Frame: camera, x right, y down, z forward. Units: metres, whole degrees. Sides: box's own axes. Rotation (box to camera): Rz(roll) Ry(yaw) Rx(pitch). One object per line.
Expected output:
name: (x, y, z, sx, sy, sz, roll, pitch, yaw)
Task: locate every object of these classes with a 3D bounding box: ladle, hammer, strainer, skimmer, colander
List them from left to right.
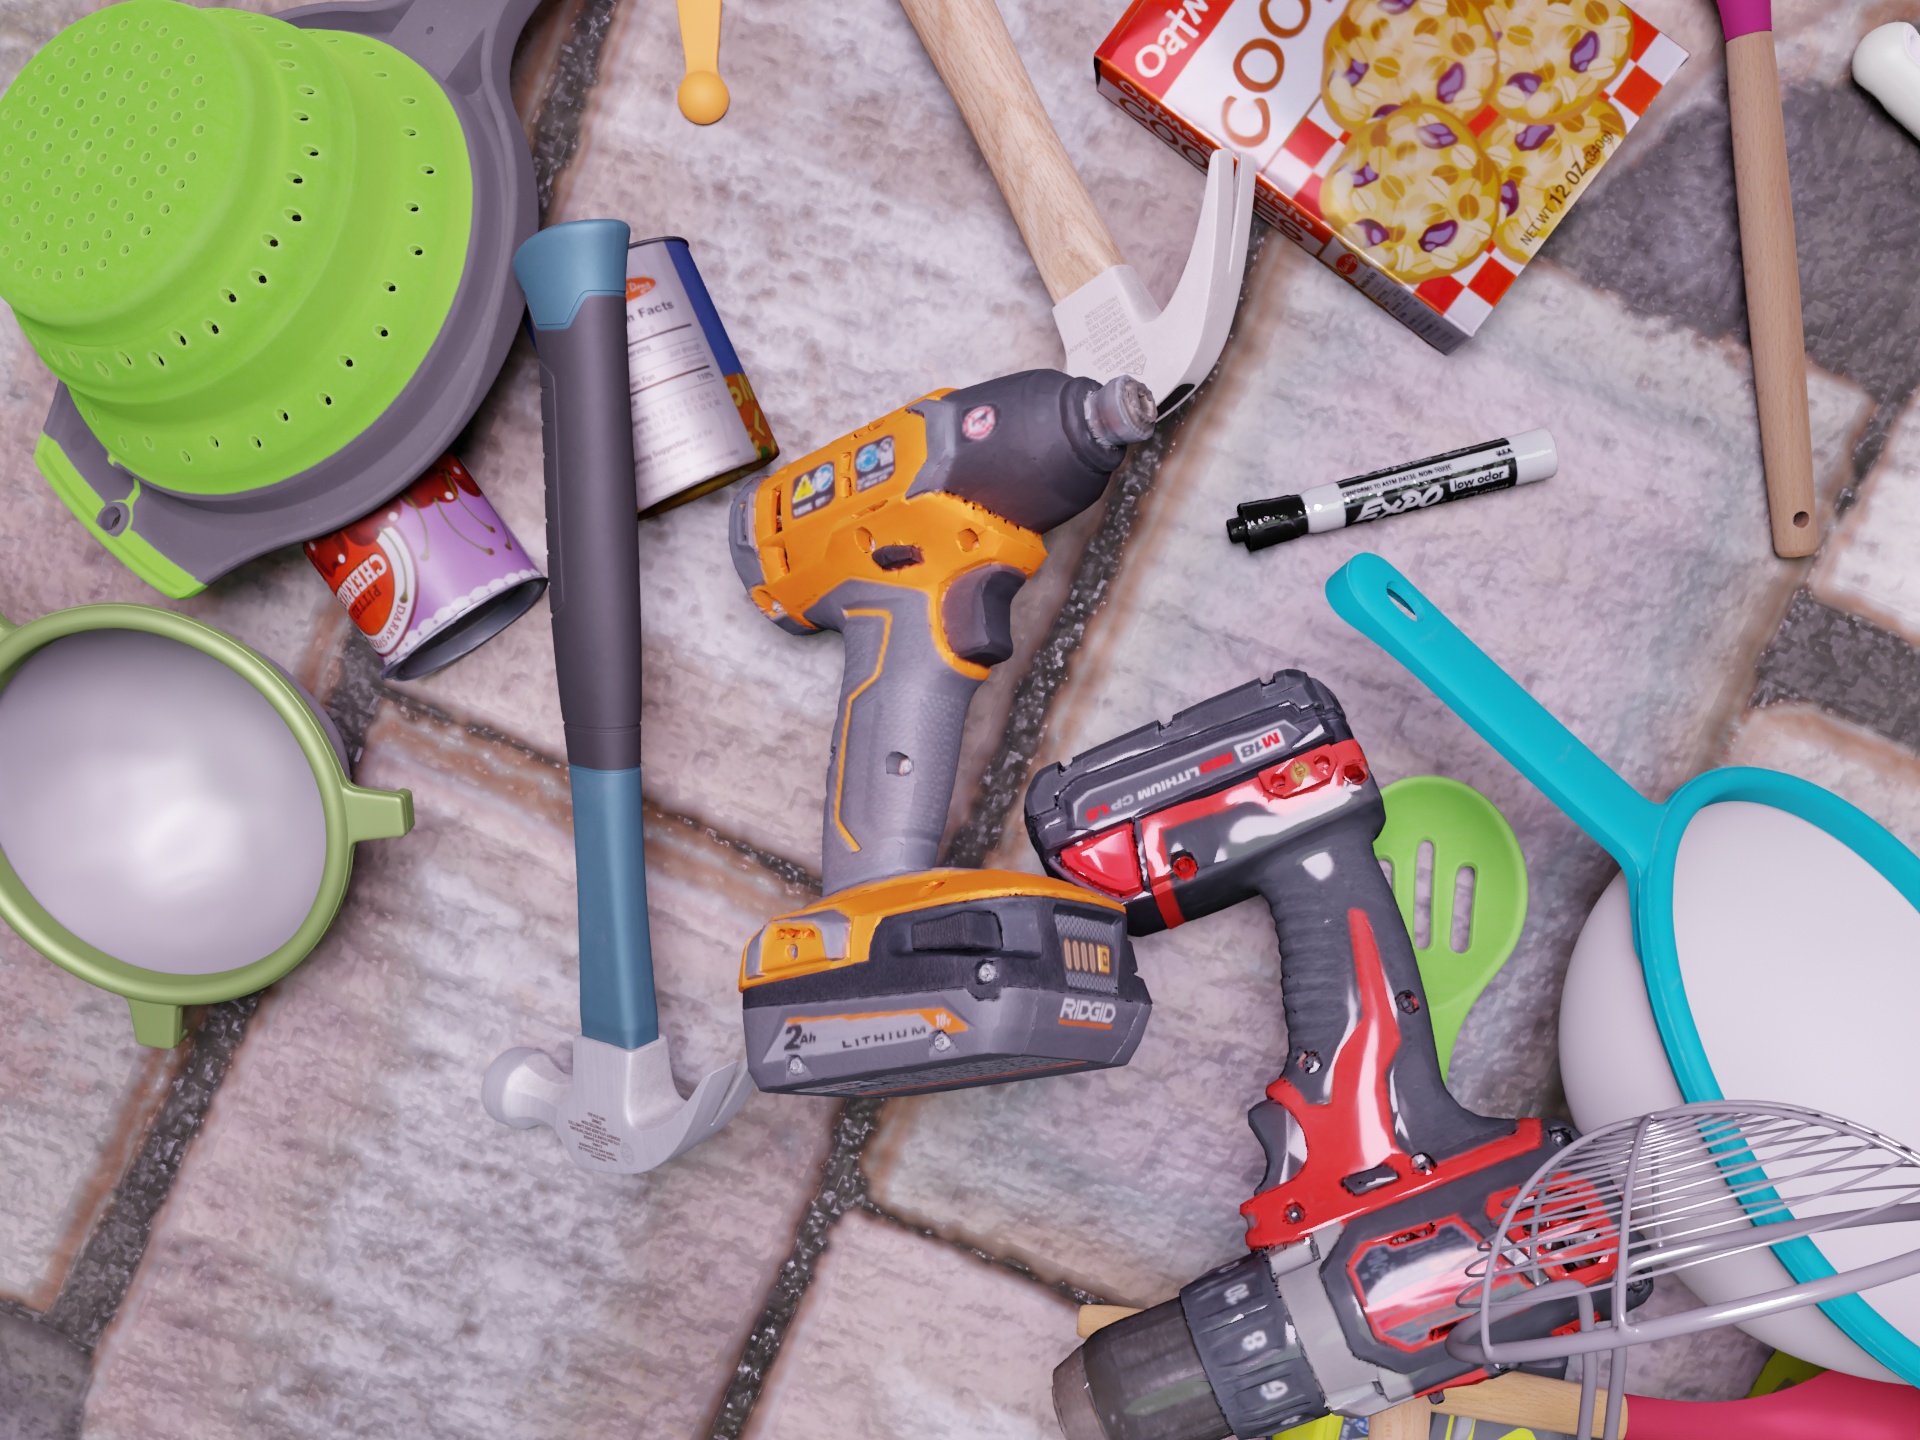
strainer: (-0.319, -0.015, 0.582, 0.151, 0.069, 0.256, -40, 97, 16)
colander: (-0.204, -0.232, 0.530, 0.205, 0.094, 0.397, 38, 92, 22)
hammer: (-0.124, 0.001, 0.547, 0.128, 0.033, 0.331, 8, 105, 34)
hammer: (-0.002, -0.255, 0.564, 0.130, 0.031, 0.331, -28, 86, 34)
ladle: (0.196, 0.229, 0.537, 0.315, 0.031, 0.069, 6, 81, 10)
strainer: (0.229, 0.085, 0.536, 0.340, 0.211, 0.095, 43, 137, -1)
skimmer: (0.196, 0.240, 0.452, 0.127, 0.090, 0.363, -14, 123, -7)

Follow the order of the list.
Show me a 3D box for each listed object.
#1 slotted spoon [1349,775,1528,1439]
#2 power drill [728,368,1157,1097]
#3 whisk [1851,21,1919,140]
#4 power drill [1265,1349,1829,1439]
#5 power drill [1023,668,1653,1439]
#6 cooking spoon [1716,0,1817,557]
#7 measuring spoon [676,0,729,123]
slotted spoon: (0.153, 0.169, 0.544, 0.070, 0.031, 0.314, 6, 67, 12)
power drill: (-0.001, -0.002, 0.512, 0.164, 0.084, 0.227, -18, 66, 37)
whisk: (0.412, -0.160, 0.562, 0.246, 0.059, 0.058, 44, 56, 4)
power drill: (0.232, 0.250, 0.580, 0.223, 0.080, 0.171, 13, 95, 5)
power drill: (0.092, 0.117, 0.529, 0.188, 0.080, 0.227, -23, 66, 5)
cooking spoon: (0.283, -0.216, 0.565, 0.069, 0.017, 0.319, -8, 98, 7)
measuring spoon: (-0.099, -0.283, 0.593, 0.021, 0.011, 0.117, -2, 93, 3)
